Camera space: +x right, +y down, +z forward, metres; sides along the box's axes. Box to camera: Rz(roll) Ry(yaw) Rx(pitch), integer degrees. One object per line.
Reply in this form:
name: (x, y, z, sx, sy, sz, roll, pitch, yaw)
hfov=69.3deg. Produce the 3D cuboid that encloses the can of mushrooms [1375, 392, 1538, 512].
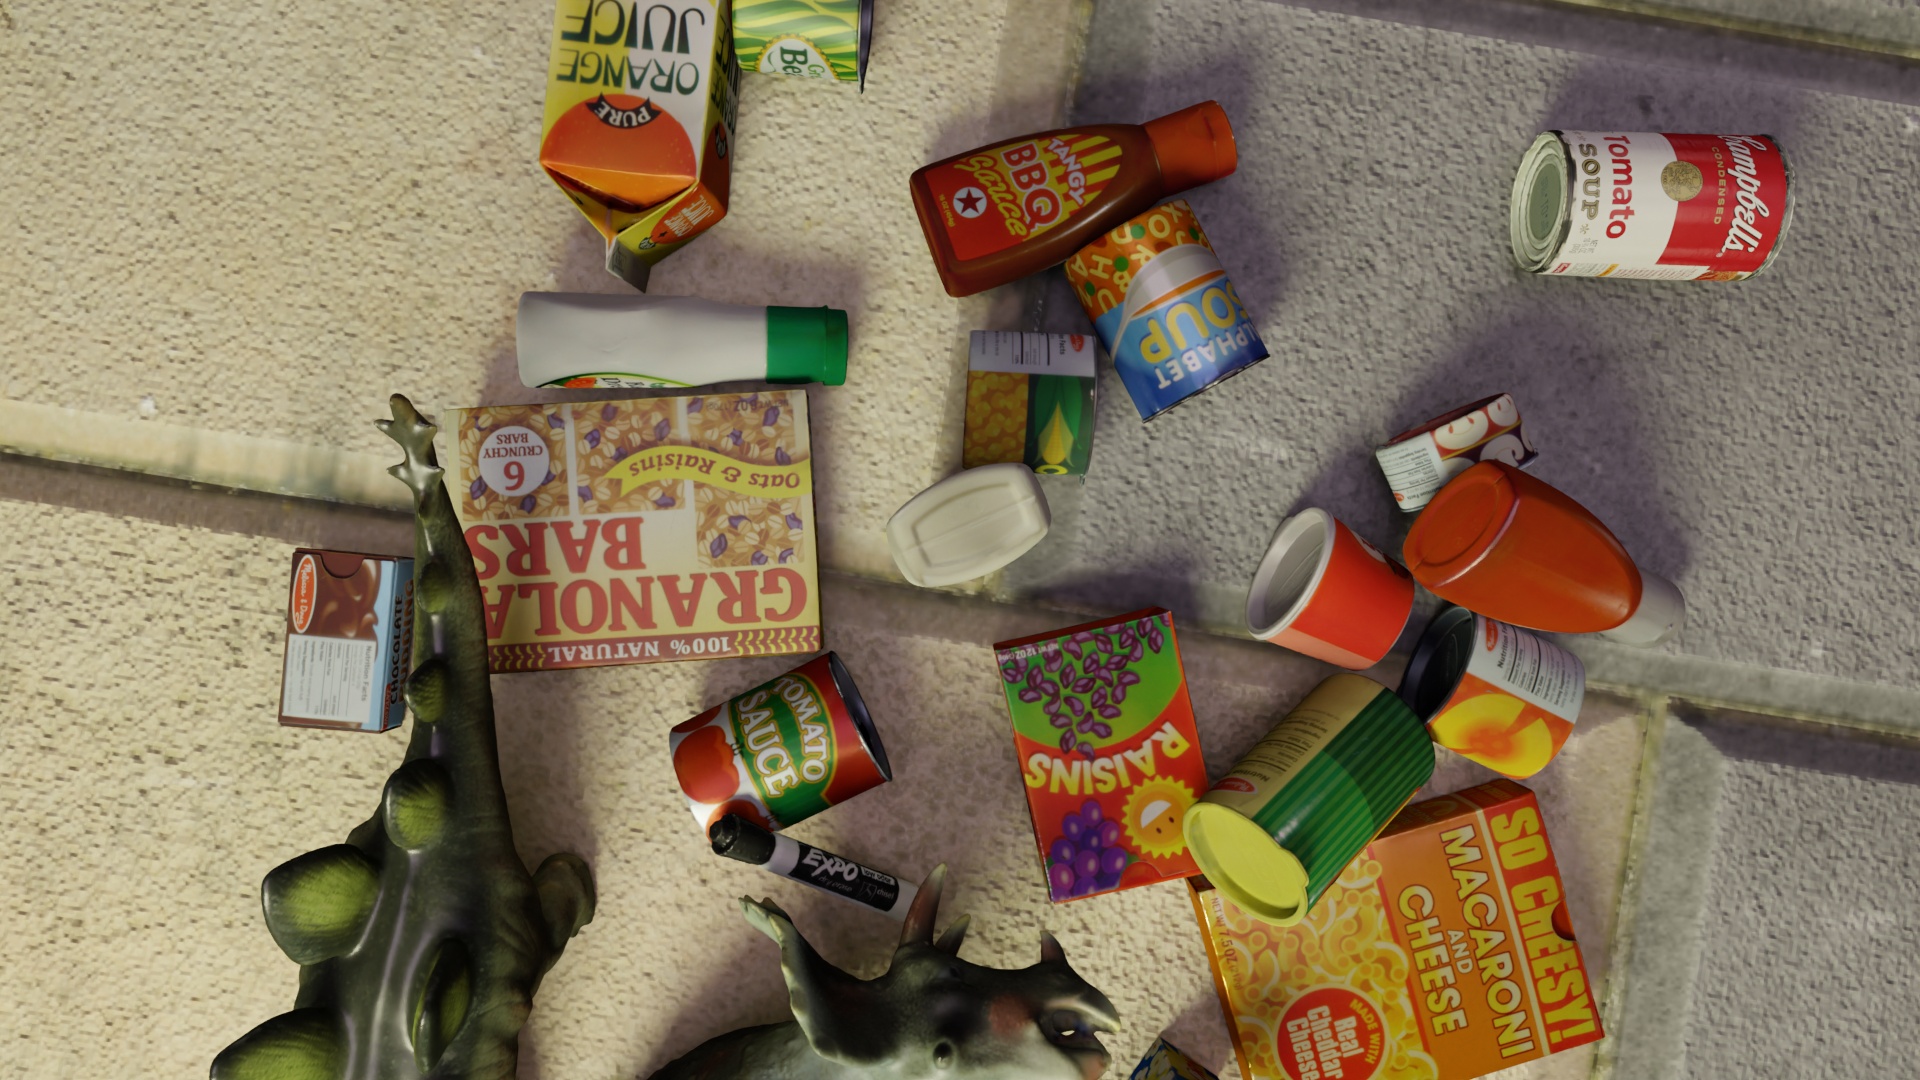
can of mushrooms: (0.233, -0.042, 0.649, 0.071, 0.071, 0.033, -25, 90, -1)

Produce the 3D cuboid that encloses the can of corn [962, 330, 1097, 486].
can of corn: (0.031, -0.061, 0.644, 0.058, 0.071, 0.071, 3, 90, 0)

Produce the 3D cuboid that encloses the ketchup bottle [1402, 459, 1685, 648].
ketchup bottle: (0.272, 0.014, 0.630, 0.149, 0.044, 0.064, 20, 121, -30)

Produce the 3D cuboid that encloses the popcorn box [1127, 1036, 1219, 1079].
popcorn box: (0.087, 0.285, 0.615, 0.038, 0.126, 0.085, 34, 90, 2)

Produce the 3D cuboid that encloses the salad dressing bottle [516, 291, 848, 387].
salad dressing bottle: (-0.127, -0.092, 0.645, 0.148, 0.064, 0.044, 0, 95, -9)

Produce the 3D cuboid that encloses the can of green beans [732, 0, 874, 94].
can of green beans: (-0.071, -0.248, 0.641, 0.058, 0.071, 0.071, 5, 90, -1)

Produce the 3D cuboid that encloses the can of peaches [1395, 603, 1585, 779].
can of peaches: (0.246, 0.072, 0.650, 0.058, 0.071, 0.071, 25, 90, -2)

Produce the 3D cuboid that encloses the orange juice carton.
orange juice carton: (-0.143, -0.213, 0.637, 0.073, 0.072, 0.192, 6, 90, -1)

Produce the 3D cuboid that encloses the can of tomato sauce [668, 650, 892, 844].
can of tomato sauce: (-0.083, 0.097, 0.639, 0.083, 0.071, 0.071, -25, 91, 0)

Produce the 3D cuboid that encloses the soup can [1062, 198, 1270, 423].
soup can: (0.095, -0.106, 0.642, 0.071, 0.071, 0.083, -28, 91, -1)

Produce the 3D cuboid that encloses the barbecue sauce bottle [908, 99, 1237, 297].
barbecue sauce bottle: (0.054, -0.166, 0.654, 0.149, 0.043, 0.065, -19, 75, -1)

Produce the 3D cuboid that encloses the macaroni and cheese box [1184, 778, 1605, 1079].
macaroni and cheese box: (0.205, 0.197, 0.660, 0.166, 0.040, 0.123, -16, 91, -1)

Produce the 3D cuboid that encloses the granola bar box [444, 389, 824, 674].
granola bar box: (-0.150, -0.004, 0.653, 0.166, 0.039, 0.124, -3, 89, -1)

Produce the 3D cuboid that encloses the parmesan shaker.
parmesan shaker: (0.160, 0.115, 0.625, 0.103, 0.071, 0.071, -35, 91, -29)

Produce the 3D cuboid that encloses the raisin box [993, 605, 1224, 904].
raisin box: (0.070, 0.101, 0.658, 0.086, 0.040, 0.123, -12, 91, -2)

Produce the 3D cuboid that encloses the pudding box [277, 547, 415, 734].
pudding box: (-0.288, 0.046, 0.655, 0.050, 0.030, 0.083, 5, 90, 0)

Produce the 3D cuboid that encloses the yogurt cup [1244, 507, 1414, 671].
yogurt cup: (0.174, 0.026, 0.649, 0.054, 0.072, 0.072, 27, 90, -9)

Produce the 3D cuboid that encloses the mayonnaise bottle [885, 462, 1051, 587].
mayonnaise bottle: (0.002, -0.008, 0.602, 0.065, 0.148, 0.041, -23, 91, -1)
